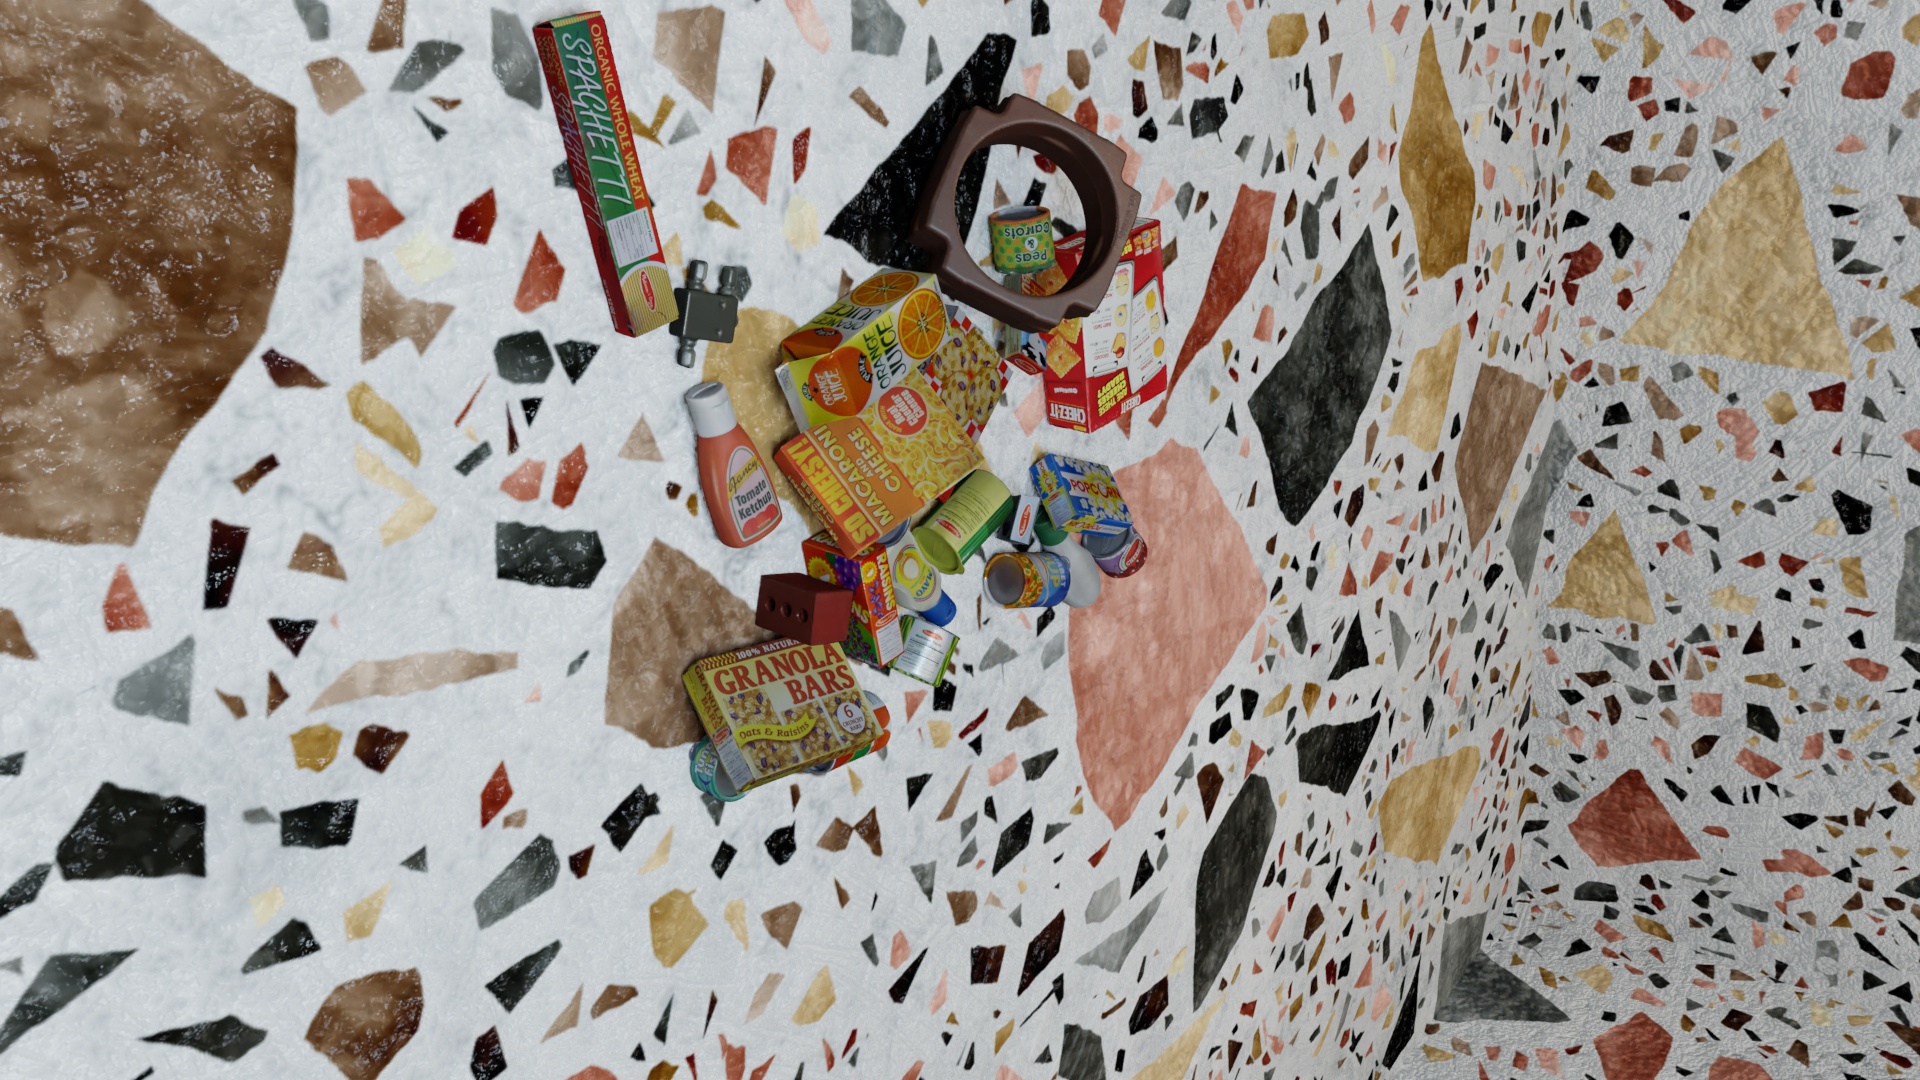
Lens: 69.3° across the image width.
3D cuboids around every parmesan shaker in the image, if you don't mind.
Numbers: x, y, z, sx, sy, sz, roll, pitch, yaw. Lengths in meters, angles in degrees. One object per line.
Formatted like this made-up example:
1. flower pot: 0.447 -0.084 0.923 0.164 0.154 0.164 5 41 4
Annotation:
1. parmesan shaker: 0.005 -0.019 1.497 0.103 0.071 0.071 -47 134 -31

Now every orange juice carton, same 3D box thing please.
1. orange juice carton: -0.098 -0.181 1.318 0.193 0.073 0.071 -43 132 -33

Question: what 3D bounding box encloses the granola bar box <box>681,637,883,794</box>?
1. granola bar box: -0.167 0.157 1.315 0.166 0.039 0.124 -12 69 -48

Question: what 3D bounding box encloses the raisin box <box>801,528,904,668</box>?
1. raisin box: -0.105 0.056 1.374 0.040 0.086 0.122 -32 125 -38

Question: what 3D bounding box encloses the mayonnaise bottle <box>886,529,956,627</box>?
1. mayonnaise bottle: -0.052 0.041 1.469 0.065 0.041 0.147 -60 138 -19

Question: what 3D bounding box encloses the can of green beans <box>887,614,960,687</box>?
1. can of green beans: -0.042 0.118 1.487 0.071 0.071 0.058 35 75 -50

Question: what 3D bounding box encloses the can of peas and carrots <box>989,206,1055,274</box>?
1. can of peas and carrots: 0.067 -0.319 1.476 0.071 0.071 0.058 -31 124 -41

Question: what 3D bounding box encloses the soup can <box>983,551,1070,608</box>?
1. soup can: 0.078 0.044 1.606 0.084 0.071 0.071 1 101 -50

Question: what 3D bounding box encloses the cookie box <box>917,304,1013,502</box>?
1. cookie box: -0.021 -0.143 1.450 0.122 0.040 0.168 44 67 -48

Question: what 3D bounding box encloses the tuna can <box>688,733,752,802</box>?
1. tuna can: -0.223 0.213 1.323 0.071 0.033 0.070 -20 117 -46

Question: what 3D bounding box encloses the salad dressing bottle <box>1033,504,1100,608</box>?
1. salad dressing bottle: 0.125 0.018 1.677 0.064 0.044 0.147 -50 133 -25

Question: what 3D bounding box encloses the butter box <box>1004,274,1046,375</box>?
1. butter box: 0.071 -0.237 1.515 0.053 0.024 0.104 26 58 -50

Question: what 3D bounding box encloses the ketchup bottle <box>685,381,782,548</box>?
1. ketchup bottle: -0.207 -0.069 1.245 0.065 0.043 0.148 -39 129 -36

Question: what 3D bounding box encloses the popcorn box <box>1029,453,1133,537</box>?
1. popcorn box: 0.144 -0.052 1.646 0.127 0.038 0.085 7 55 -51

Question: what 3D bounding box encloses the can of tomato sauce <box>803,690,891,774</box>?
1. can of tomato sauce: -0.121 0.196 1.415 0.083 0.071 0.071 -16 113 -48

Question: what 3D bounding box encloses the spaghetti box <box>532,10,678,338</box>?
1. spaghetti box: -0.278 -0.287 1.101 0.050 0.029 0.248 -35 126 -39

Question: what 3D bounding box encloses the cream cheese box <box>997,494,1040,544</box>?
1. cream cheese box: 0.065 -0.023 1.555 0.104 0.024 0.053 -179 -75 -84

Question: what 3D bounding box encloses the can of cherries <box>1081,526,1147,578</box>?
1. can of cherries: 0.195 0.007 1.735 0.058 0.071 0.071 46 66 -47

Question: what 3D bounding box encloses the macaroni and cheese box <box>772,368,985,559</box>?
1. macaroni and cheese box: -0.077 -0.078 1.334 0.167 0.040 0.123 -37 89 -26

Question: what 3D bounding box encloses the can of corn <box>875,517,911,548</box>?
1. can of corn: -0.090 -0.032 1.386 0.071 0.058 0.071 -19 116 -46
